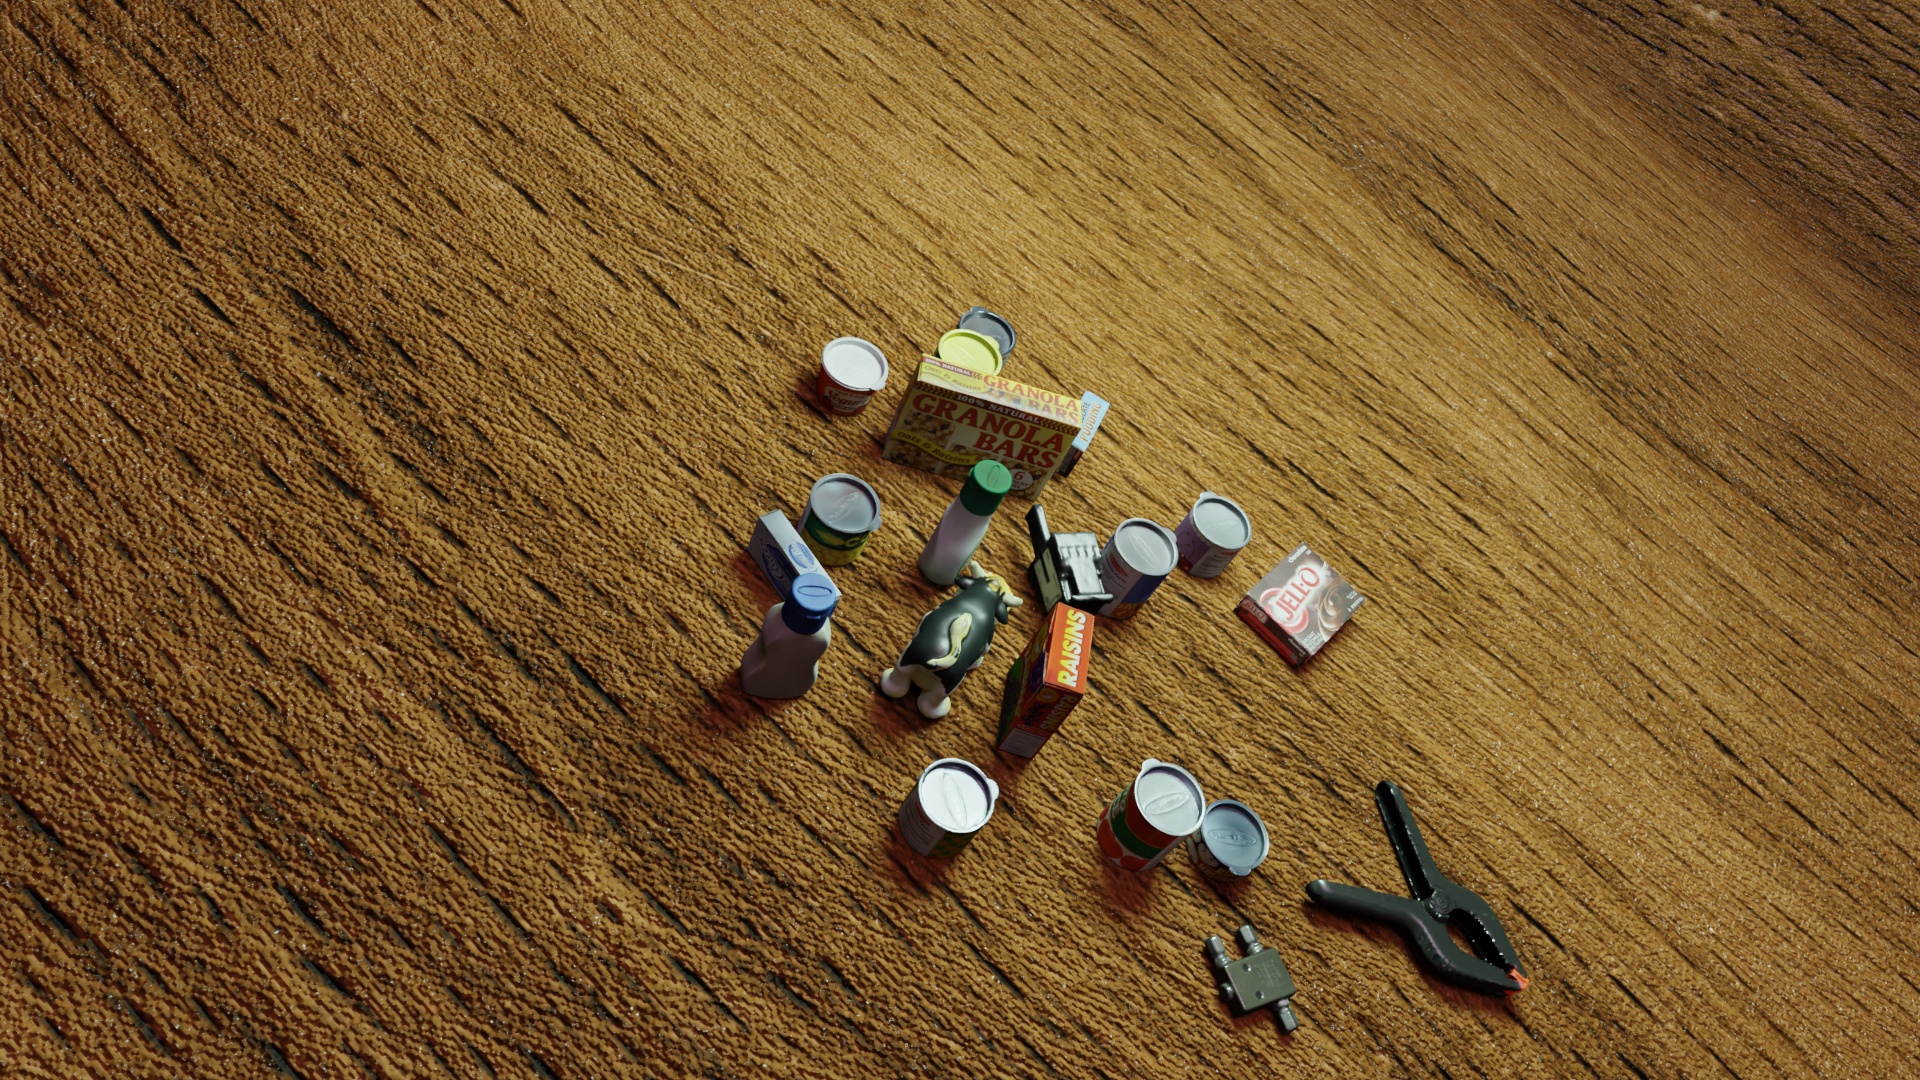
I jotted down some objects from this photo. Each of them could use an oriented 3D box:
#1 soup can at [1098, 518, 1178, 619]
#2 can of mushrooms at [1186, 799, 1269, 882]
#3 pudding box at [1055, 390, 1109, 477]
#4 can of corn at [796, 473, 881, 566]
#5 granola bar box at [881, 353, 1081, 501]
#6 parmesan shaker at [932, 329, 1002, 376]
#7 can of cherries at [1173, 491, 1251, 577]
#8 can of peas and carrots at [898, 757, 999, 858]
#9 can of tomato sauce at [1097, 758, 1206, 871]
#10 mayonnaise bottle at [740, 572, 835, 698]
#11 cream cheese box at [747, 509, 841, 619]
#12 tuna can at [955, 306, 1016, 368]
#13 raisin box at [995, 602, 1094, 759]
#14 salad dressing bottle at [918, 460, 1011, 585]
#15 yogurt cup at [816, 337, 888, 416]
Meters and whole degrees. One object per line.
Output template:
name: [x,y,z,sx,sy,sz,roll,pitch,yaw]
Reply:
soup can: [0.166,0.028,1.350,0.071,0.083,0.072,11,52,-15]
can of mushrooms: [0.237,0.269,1.235,0.071,0.033,0.071,11,52,-15]
pudding box: [0.122,-0.112,1.456,0.030,0.049,0.084,30,50,0]
can of corn: [-0.111,-0.017,1.282,0.071,0.058,0.071,11,52,-15]
granola bar box: [0.020,-0.109,1.362,0.166,0.123,0.039,15,51,-12]
parmesan shaker: [-0.005,-0.155,1.400,0.071,0.102,0.071,11,52,-15]
can of cherries: [0.256,-0.006,1.429,0.071,0.058,0.072,11,52,-15]
can of peas and carrots: [-0.010,0.222,1.149,0.071,0.058,0.071,11,52,-15]
can of tomato sauce: [0.162,0.237,1.195,0.071,0.082,0.071,11,52,-15]
mayonnaise bottle: [-0.137,0.080,1.142,0.065,0.147,0.041,4,55,-20]
cream cheese box: [-0.149,0.028,1.237,0.024,0.053,0.104,-25,68,-35]
tuna can: [0.023,-0.217,1.502,0.071,0.032,0.071,11,52,-15]
raisin box: [0.073,0.124,1.214,0.040,0.122,0.086,20,51,-8]
salad dressing bottle: [0.005,-0.016,1.272,0.044,0.146,0.064,26,50,-3]
yogurt cup: [-0.112,-0.162,1.391,0.072,0.053,0.073,11,52,-15]
